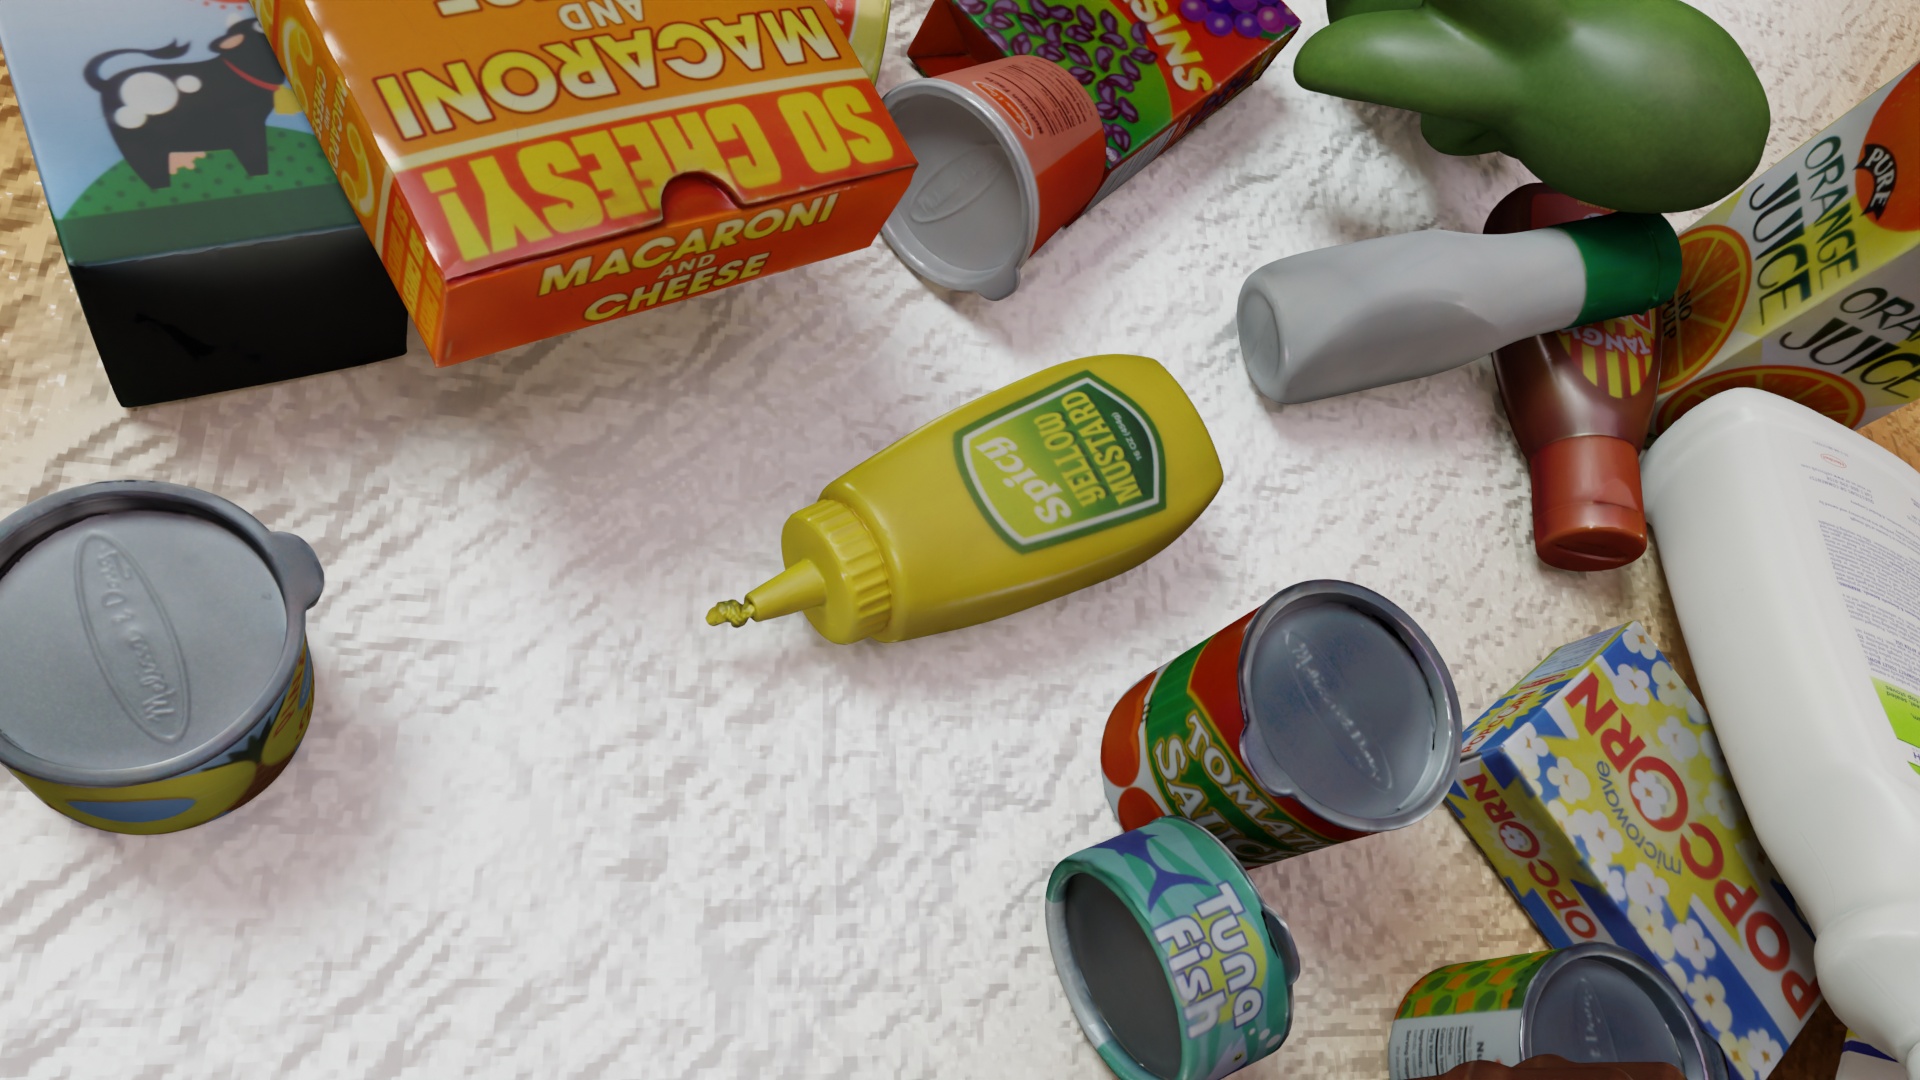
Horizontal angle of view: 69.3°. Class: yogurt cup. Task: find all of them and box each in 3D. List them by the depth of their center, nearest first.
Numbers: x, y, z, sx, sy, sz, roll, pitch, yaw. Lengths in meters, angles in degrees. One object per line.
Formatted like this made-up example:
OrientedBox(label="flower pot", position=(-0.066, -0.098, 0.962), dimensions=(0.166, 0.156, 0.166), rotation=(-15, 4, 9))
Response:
OrientedBox(label="yogurt cup", position=(0.010, -0.121, 0.446), dimensions=(0.072, 0.072, 0.054), rotation=(48, 51, 3))

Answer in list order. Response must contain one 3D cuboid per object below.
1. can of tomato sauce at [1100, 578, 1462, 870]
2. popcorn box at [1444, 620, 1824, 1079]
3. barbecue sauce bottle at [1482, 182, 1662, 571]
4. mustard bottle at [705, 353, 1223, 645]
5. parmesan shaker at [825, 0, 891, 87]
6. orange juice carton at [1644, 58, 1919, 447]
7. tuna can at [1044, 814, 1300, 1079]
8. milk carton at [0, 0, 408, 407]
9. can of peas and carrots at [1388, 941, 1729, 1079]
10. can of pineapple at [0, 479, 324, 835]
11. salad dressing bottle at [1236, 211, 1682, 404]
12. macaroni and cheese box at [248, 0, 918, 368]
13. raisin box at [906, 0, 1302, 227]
OrientedBox(label="can of tomato sauce", position=(0.084, 0.057, 0.387), dimensions=(0.071, 0.082, 0.071), rotation=(8, 66, -19))
OrientedBox(label="popcorn box", position=(0.222, 0.101, 0.449), dimensions=(0.085, 0.038, 0.127), rotation=(-30, 82, -30))
OrientedBox(label="barbecue sauce bottle", position=(0.231, -0.062, 0.520), dimensions=(0.065, 0.043, 0.149), rotation=(12, 64, -7))
OrientedBox(label="mustard bottle", position=(0.001, -0.005, 0.399), dimensions=(0.161, 0.048, 0.065), rotation=(-24, 77, -29))
OrientedBox(label="parmesan shaker", position=(-0.079, -0.167, 0.426), dimensions=(0.103, 0.071, 0.071), rotation=(6, 66, -19))
OrientedBox(label="orange juice carton", position=(0.324, -0.099, 0.488), dimensions=(0.072, 0.191, 0.073), rotation=(18, 62, -13))
OrientedBox(label="tuna can", position=(0.053, 0.108, 0.359), dimensions=(0.033, 0.070, 0.071), rotation=(-16, 75, -26))
OrientedBox(label="milk carton", position=(-0.207, -0.139, 0.359), dimensions=(0.074, 0.072, 0.191), rotation=(-17, 75, -28))
OrientedBox(label="can of peas and carrots", position=(0.168, 0.151, 0.394), dimensions=(0.071, 0.058, 0.071), rotation=(9, 65, -20))
OrientedBox(label="can of pineapple", position=(-0.178, 0.027, 0.307), dimensions=(0.071, 0.057, 0.071), rotation=(8, 66, -19))
OrientedBox(label="salad dressing bottle", position=(0.172, -0.084, 0.480), dimensions=(0.148, 0.064, 0.044), rotation=(-12, 67, -8))
OrientedBox(label="macaroni and cheese box", position=(-0.103, -0.137, 0.339), dimensions=(0.124, 0.040, 0.166), rotation=(-24, 79, -32))
OrientedBox(label="raisin box", position=(0.055, -0.181, 0.503), dimensions=(0.086, 0.040, 0.124), rotation=(47, 60, 2))
